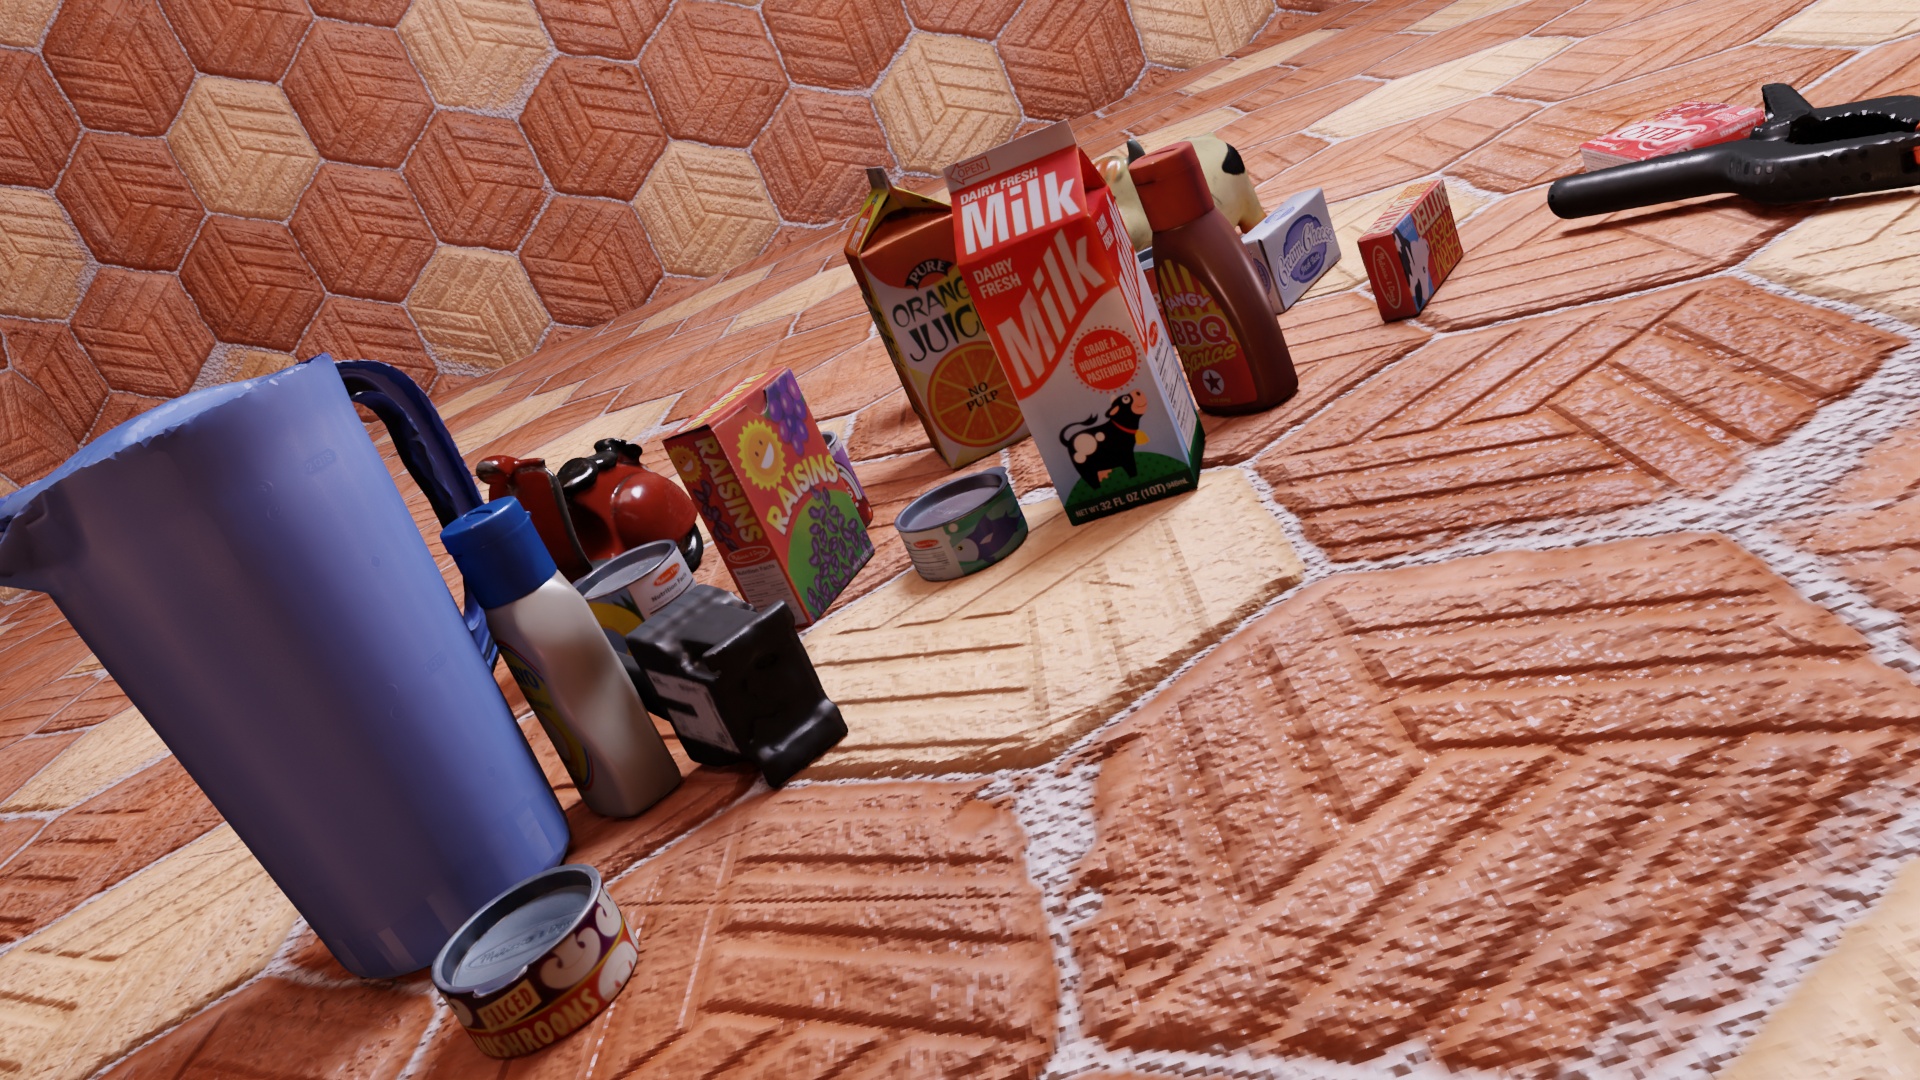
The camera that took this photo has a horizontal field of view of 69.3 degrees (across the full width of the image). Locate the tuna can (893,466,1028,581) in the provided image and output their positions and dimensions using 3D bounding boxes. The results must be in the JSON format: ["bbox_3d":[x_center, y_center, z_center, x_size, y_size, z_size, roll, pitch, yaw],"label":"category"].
[{"bbox_3d":[0.003,-0.009,0.744,0.071,0.032,0.071,-21,19,8],"label":"tuna can"}]

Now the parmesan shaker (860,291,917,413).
[{"bbox_3d":[-0.022,-0.155,1.051,0.071,0.102,0.071,-22,19,8],"label":"parmesan shaker"}]

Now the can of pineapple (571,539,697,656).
[{"bbox_3d":[-0.180,0.040,0.791,0.071,0.057,0.071,-21,19,8],"label":"can of pineapple"}]

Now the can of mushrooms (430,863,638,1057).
[{"bbox_3d":[-0.153,0.152,0.501,0.071,0.033,0.071,-21,19,8],"label":"can of mushrooms"}]

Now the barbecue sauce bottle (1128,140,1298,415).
[{"bbox_3d":[0.135,-0.143,0.764,0.044,0.148,0.065,-34,21,-27],"label":"barbecue sauce bottle"}]

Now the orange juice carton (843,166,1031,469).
[{"bbox_3d":[-0.017,-0.150,0.896,0.073,0.192,0.072,-26,19,-4],"label":"orange juice carton"}]

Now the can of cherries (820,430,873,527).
[{"bbox_3d":[-0.094,-0.028,0.868,0.071,0.058,0.072,-21,19,8],"label":"can of cherries"}]

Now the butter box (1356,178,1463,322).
[{"bbox_3d":[0.272,-0.176,0.835,0.024,0.053,0.104,-8,25,40],"label":"butter box"}]

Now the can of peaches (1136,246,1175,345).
[{"bbox_3d":[0.147,-0.173,0.966,0.071,0.058,0.071,-21,19,8],"label":"can of peaches"}]

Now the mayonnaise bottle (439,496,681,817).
[{"bbox_3d":[-0.179,0.053,0.620,0.041,0.147,0.064,-36,22,-31],"label":"mayonnaise bottle"}]

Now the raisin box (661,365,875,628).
[{"bbox_3d":[-0.103,-0.023,0.767,0.040,0.123,0.086,-13,22,31],"label":"raisin box"}]

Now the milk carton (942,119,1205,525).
[{"bbox_3d":[0.058,-0.113,0.711,0.072,0.190,0.074,-17,20,21],"label":"milk carton"}]

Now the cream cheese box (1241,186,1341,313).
[{"bbox_3d":[0.224,-0.197,0.946,0.024,0.053,0.104,-6,26,43],"label":"cream cheese box"}]
